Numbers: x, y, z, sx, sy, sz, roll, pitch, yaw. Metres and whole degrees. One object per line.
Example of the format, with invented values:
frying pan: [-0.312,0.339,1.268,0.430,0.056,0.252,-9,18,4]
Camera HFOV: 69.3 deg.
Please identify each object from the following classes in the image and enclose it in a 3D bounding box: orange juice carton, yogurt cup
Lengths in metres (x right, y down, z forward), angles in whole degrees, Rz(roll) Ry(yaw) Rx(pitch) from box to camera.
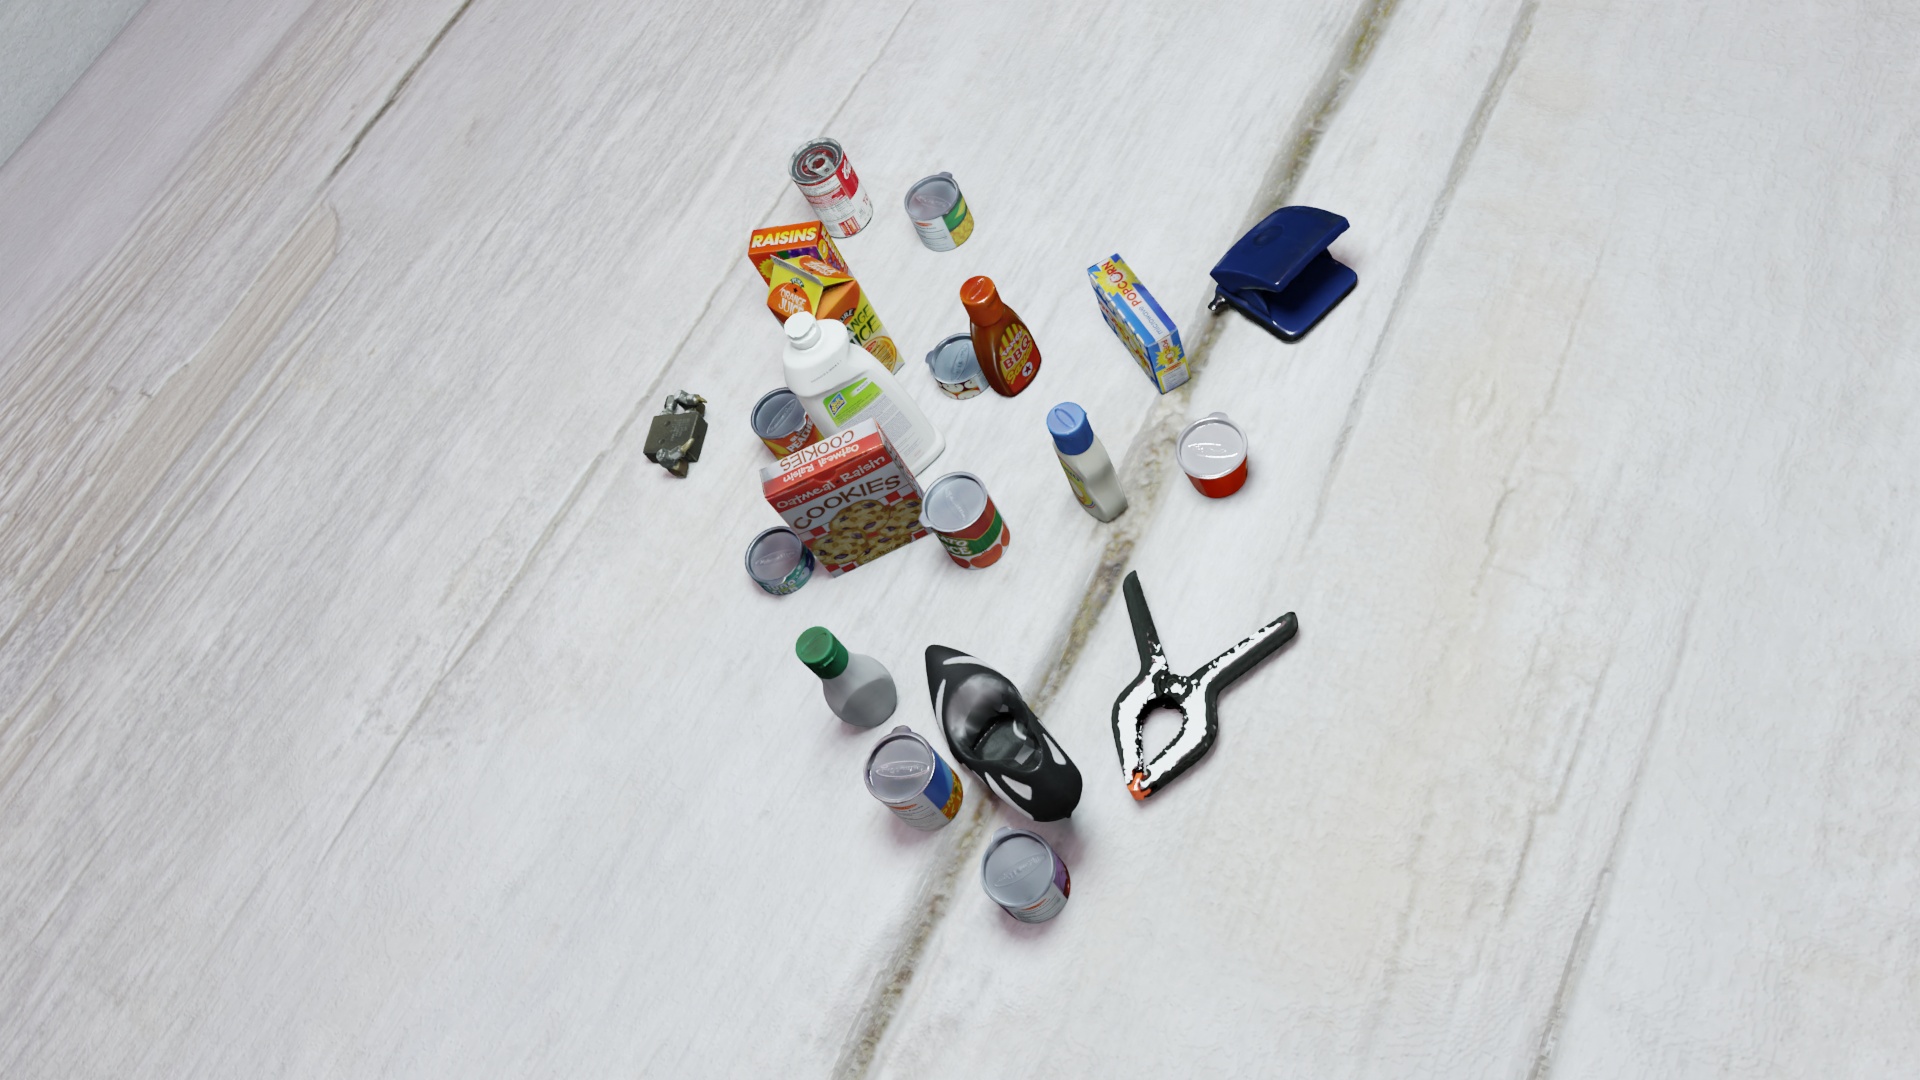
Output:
orange juice carton: [-0.136,-0.229,1.461,0.072,0.192,0.073,31,76,31]
yogurt cup: [0.242,-0.076,1.318,0.072,0.053,0.073,-9,59,15]

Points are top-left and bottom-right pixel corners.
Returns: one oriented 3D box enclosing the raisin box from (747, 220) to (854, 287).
raisin box: [-0.173,-0.301,1.557,0.086,0.123,0.040,-3,61,19]

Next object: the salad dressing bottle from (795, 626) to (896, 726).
salad dressing bottle: [-0.105,0.124,1.274,0.064,0.147,0.044,-40,56,-4]

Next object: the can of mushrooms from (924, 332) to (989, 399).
can of mushrooms: [0.000,-0.186,1.482,0.071,0.033,0.071,-9,59,15]

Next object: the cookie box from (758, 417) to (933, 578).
cookie box: [-0.105,-0.038,1.355,0.123,0.167,0.040,-25,56,6]

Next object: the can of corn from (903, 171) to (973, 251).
can of corn: [-0.023,-0.374,1.583,0.071,0.058,0.071,-9,59,15]

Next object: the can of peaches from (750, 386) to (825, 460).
can of peaches: [-0.183,-0.121,1.497,0.071,0.058,0.071,-9,59,15]

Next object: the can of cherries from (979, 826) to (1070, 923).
can of cherries: [0.055,0.283,1.178,0.071,0.058,0.072,-9,59,15]

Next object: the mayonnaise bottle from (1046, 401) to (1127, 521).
mayonnaise bottle: [0.116,-0.076,1.308,0.041,0.147,0.065,-40,56,-4]

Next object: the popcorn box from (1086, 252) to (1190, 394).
popcorn box: [0.181,-0.219,1.404,0.038,0.085,0.127,-31,56,1]

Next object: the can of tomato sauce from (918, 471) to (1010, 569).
can of tomato sauce: [0.005,-0.017,1.354,0.071,0.083,0.071,-9,59,15]

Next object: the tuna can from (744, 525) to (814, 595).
tuna can: [-0.185,0.023,1.430,0.071,0.032,0.071,-9,59,15]

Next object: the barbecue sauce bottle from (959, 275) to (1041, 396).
barbecue sauce bottle: [0.038,-0.210,1.413,0.044,0.148,0.065,29,75,31]

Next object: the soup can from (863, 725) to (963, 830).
soup can: [-0.040,0.213,1.238,0.071,0.083,0.071,-9,59,15]
